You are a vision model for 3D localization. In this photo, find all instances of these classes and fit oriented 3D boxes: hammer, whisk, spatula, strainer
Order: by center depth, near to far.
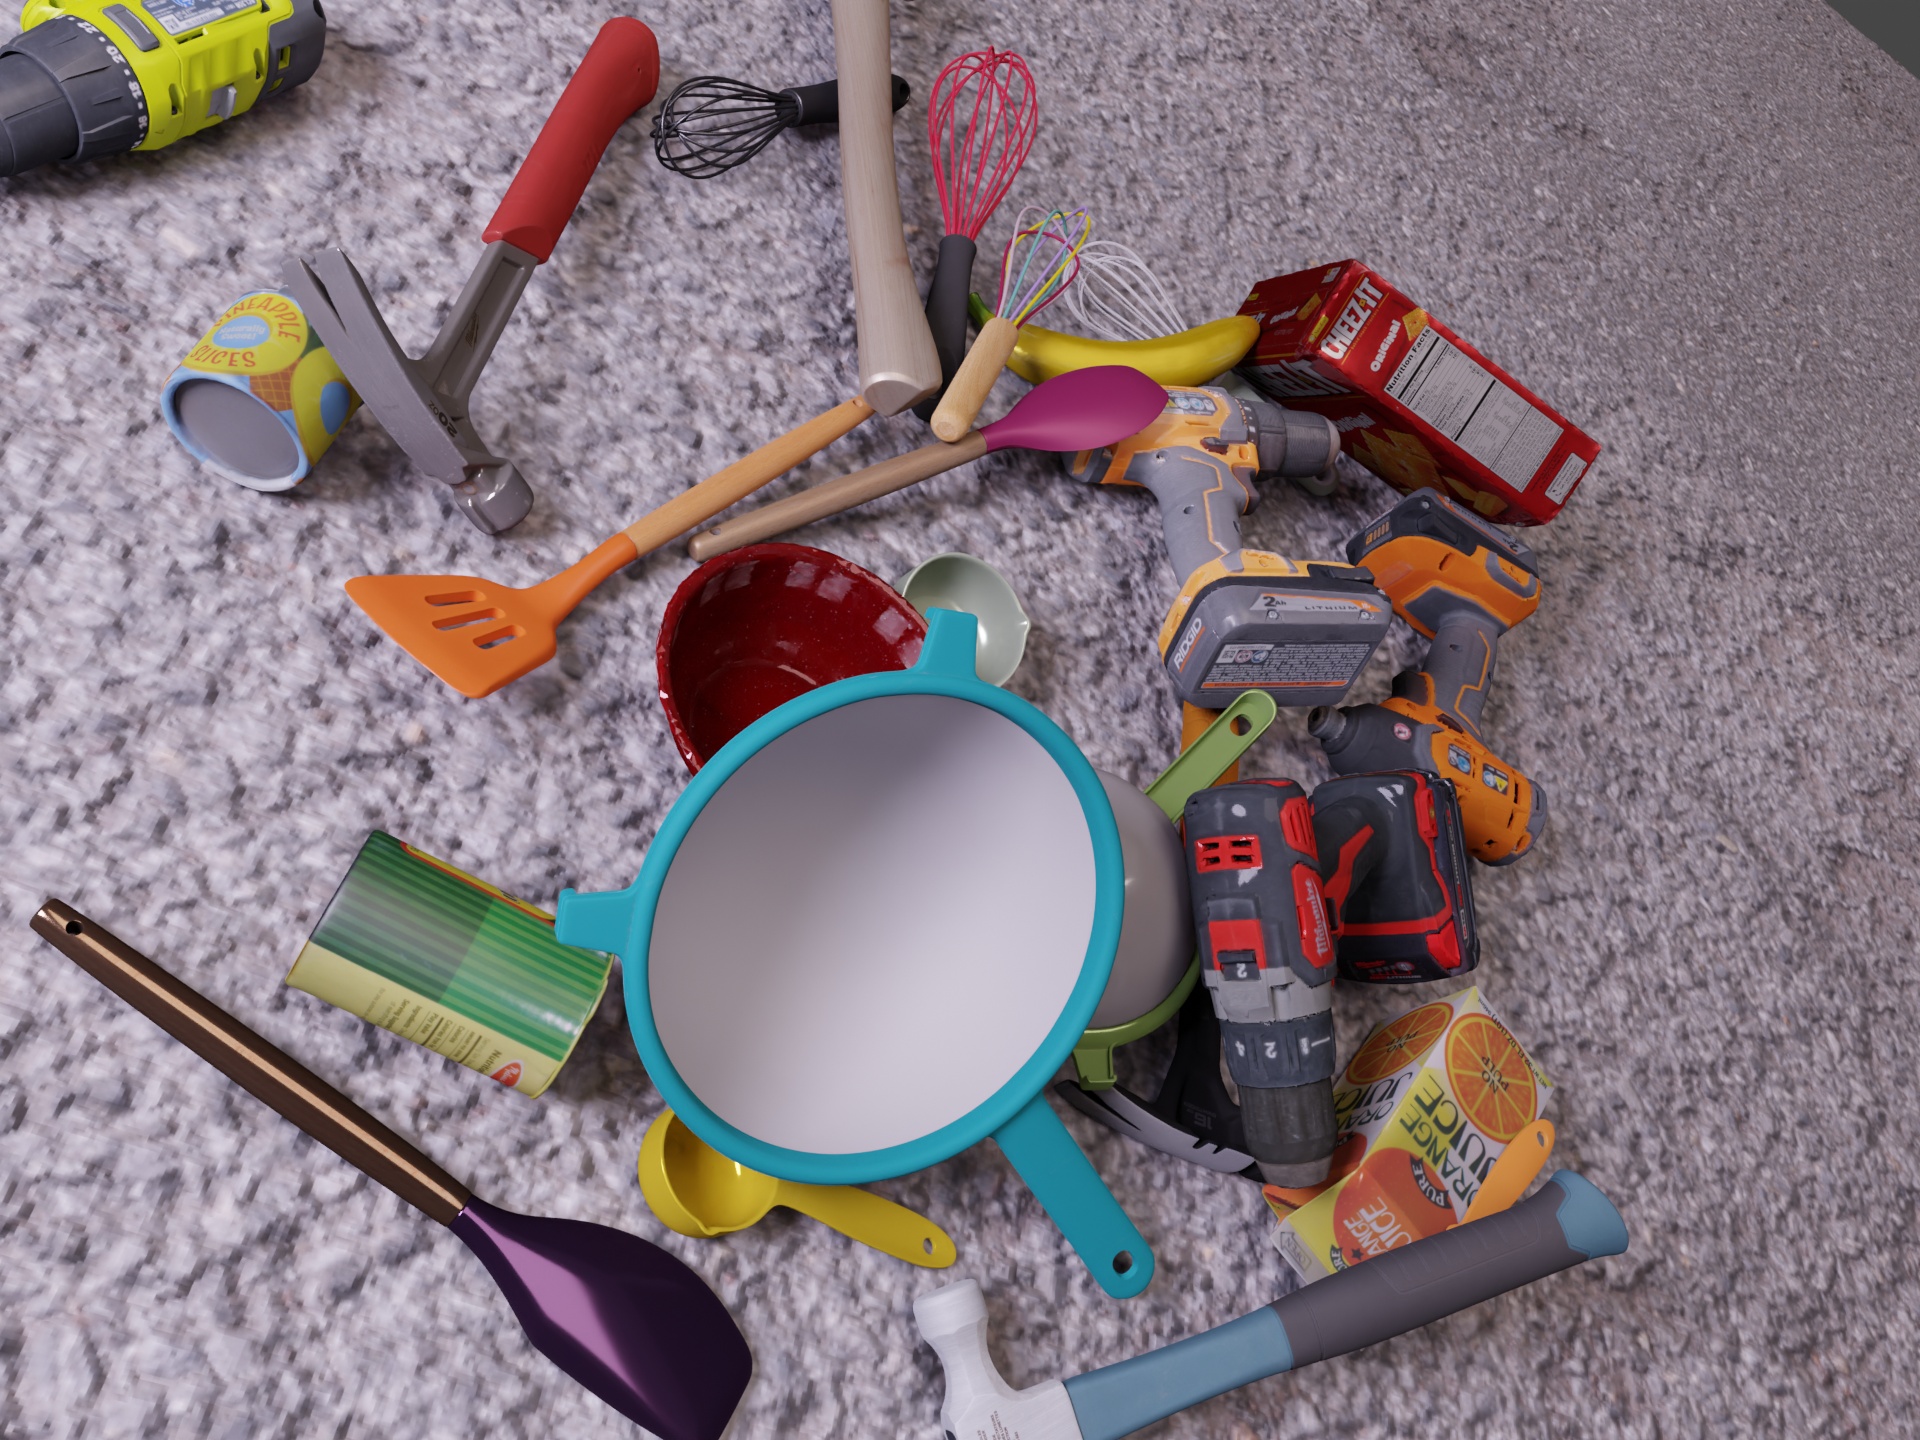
[{"bbox_3d":[-0.206,0.165,0.592,0.315,0.018,0.060,39,47,-10],"label":"spatula"},{"bbox_3d":[-0.014,0.122,0.684,0.211,0.095,0.340,-39,118,-13],"label":"strainer"},{"bbox_3d":[0.151,0.265,0.698,0.331,0.033,0.128,-13,76,-18],"label":"hammer"},{"bbox_3d":[-0.143,-0.101,0.771,0.081,0.041,0.322,39,50,12],"label":"spatula"},{"bbox_3d":[0.091,0.047,0.785,0.151,0.069,0.256,43,57,11],"label":"strainer"},{"bbox_3d":[-0.218,-0.265,0.799,0.149,0.037,0.359,63,27,-43],"label":"hammer"},{"bbox_3d":[0.127,0.072,0.867,0.127,0.034,0.337,26,51,-21],"label":"hammer"},{"bbox_3d":[0.028,-0.238,0.940,0.047,0.051,0.245,18,48,8],"label":"whisk"},{"bbox_3d":[-0.063,-0.357,0.944,0.146,0.038,0.411,18,54,-38],"label":"hammer"},{"bbox_3d":[-0.103,-0.372,0.974,0.055,0.055,0.239,52,43,3],"label":"whisk"},{"bbox_3d":[0.002,-0.309,0.988,0.073,0.073,0.296,20,63,-23],"label":"whisk"},{"bbox_3d":[0.165,-0.234,1.075,0.246,0.059,0.058,38,85,-15],"label":"whisk"}]

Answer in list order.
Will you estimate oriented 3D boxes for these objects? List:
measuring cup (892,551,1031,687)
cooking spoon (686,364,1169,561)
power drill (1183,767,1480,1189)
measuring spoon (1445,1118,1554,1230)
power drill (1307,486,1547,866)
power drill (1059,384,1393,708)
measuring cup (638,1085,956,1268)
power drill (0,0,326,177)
[{"bbox_3d":[-0.001,-0.003,0.831,0.083,0.038,0.168,-3,82,-32],"label":"measuring cup"},{"bbox_3d":[-0.010,-0.145,0.874,0.319,0.017,0.069,-26,54,-29],"label":"cooking spoon"},{"bbox_3d":[0.188,0.116,0.802,0.226,0.080,0.188,-7,88,-56],"label":"power drill"},{"bbox_3d":[0.270,0.230,0.784,0.117,0.011,0.021,-29,86,-42],"label":"measuring spoon"},{"bbox_3d":[0.296,-0.035,1.018,0.164,0.084,0.227,26,55,-19],"label":"power drill"},{"bbox_3d":[0.174,-0.115,0.947,0.185,0.084,0.226,-1,49,-22],"label":"power drill"},{"bbox_3d":[-0.067,0.203,0.667,0.156,0.029,0.062,33,45,-29],"label":"measuring cup"},{"bbox_3d":[-0.433,-0.352,0.714,0.228,0.080,0.191,45,47,-7],"label":"power drill"}]
